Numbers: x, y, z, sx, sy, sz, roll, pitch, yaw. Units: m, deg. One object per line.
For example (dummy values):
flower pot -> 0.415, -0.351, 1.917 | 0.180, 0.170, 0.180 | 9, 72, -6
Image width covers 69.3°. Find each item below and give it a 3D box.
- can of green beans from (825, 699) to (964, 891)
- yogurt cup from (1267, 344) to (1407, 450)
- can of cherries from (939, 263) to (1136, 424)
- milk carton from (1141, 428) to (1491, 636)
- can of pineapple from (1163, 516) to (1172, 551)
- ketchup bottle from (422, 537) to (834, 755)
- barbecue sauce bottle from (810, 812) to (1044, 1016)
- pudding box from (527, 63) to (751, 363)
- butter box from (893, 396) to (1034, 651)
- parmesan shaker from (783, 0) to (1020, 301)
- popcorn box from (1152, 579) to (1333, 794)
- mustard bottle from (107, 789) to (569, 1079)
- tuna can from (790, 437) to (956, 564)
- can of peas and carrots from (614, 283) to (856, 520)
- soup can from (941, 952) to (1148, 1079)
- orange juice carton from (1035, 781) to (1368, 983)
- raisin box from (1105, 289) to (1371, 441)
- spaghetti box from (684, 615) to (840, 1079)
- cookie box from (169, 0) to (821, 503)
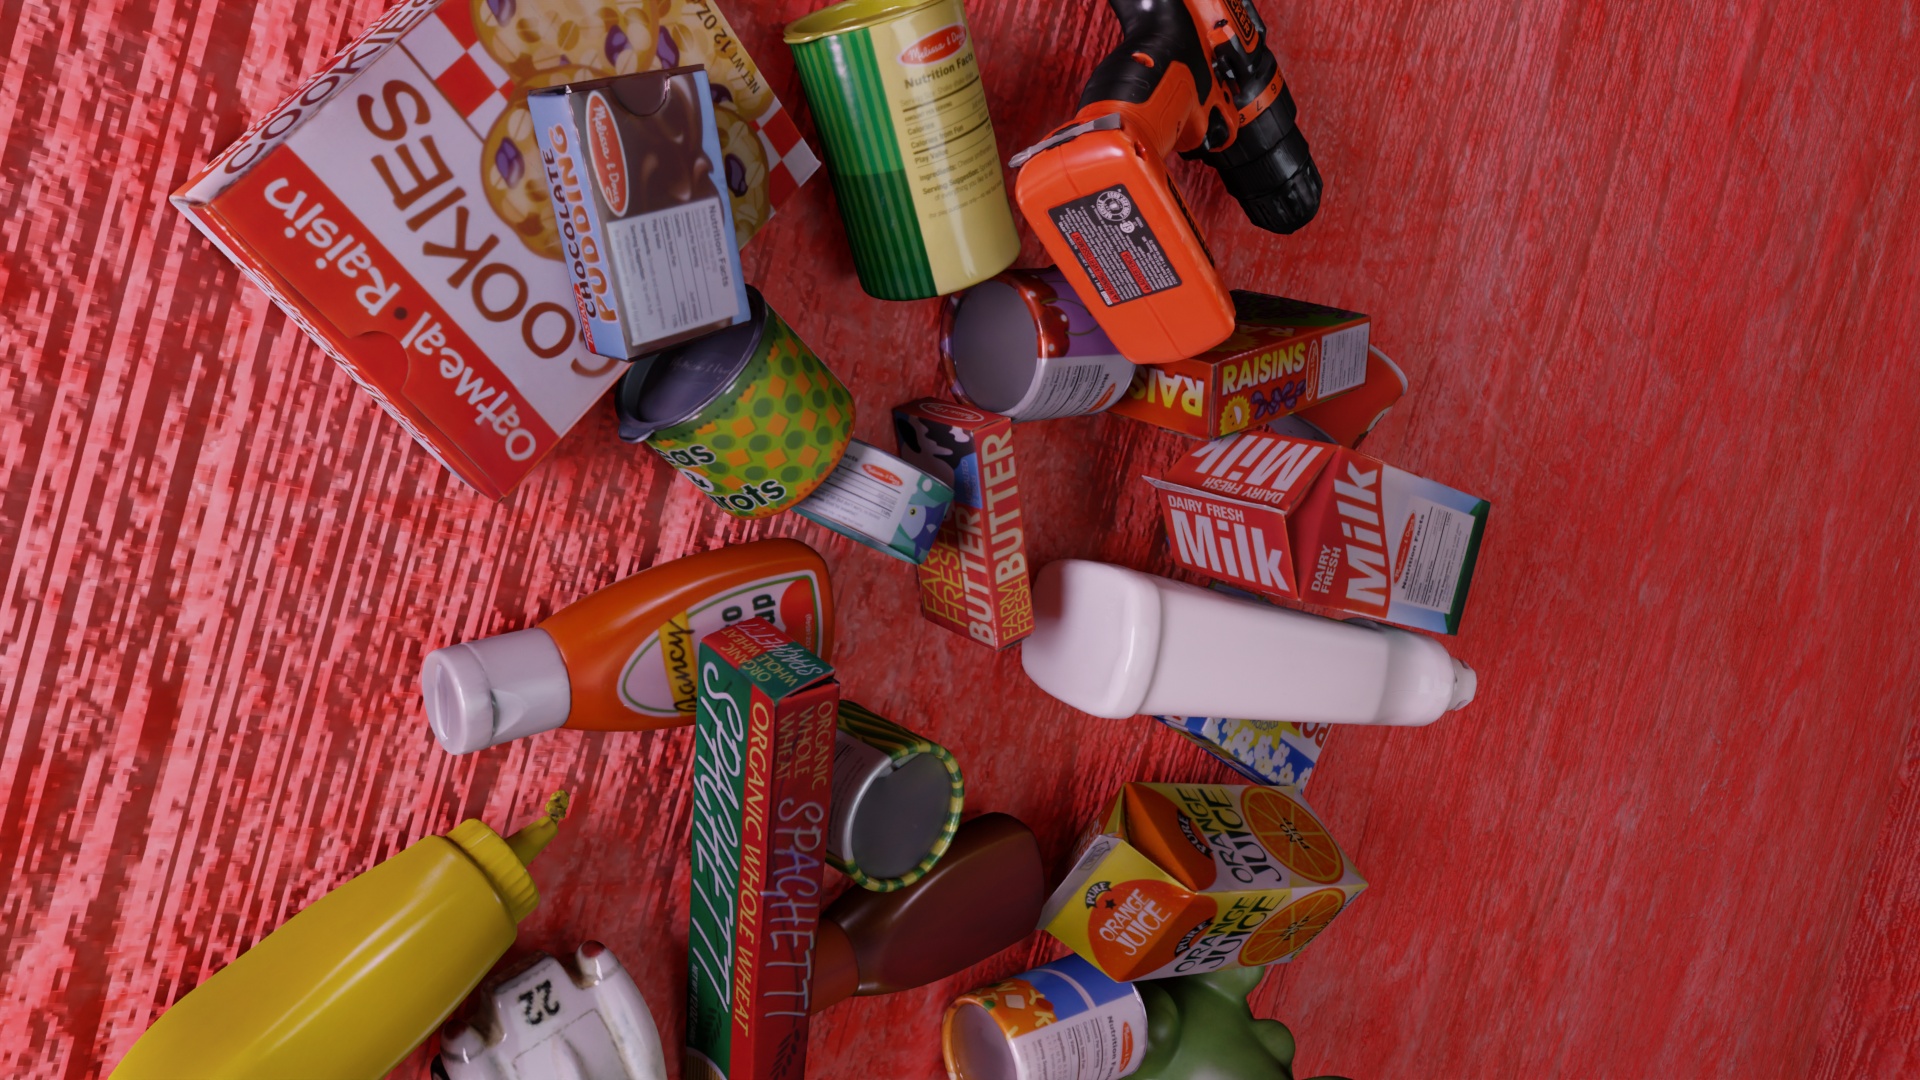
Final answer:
can of green beans -> -0.041, 0.108, 0.590 | 0.071, 0.058, 0.071 | -15, 112, -40
yogurt cup -> 0.201, -0.079, 0.761 | 0.072, 0.072, 0.054 | 38, 84, -43
can of cherries -> 0.032, -0.086, 0.599 | 0.058, 0.071, 0.071 | -11, 110, -40
milk carton -> 0.171, -0.007, 0.664 | 0.191, 0.072, 0.073 | 12, 93, -44
can of pineapple -> 0.149, -0.014, 0.733 | 0.071, 0.058, 0.070 | -14, 112, -40
ketchup bottle -> -0.117, 0.041, 0.509 | 0.149, 0.043, 0.064 | -13, 114, -40
barbecue sauce bottle -> -0.028, 0.176, 0.633 | 0.149, 0.044, 0.064 | -14, 111, -40
pudding box -> -0.099, -0.103, 0.435 | 0.050, 0.030, 0.083 | -25, 118, -36
butter box -> 0.002, -0.008, 0.600 | 0.024, 0.053, 0.103 | -24, 118, -34
parmesan shaker -> -0.022, -0.149, 0.526 | 0.071, 0.071, 0.102 | -35, 125, -31
popcorn box -> 0.170, 0.088, 0.797 | 0.126, 0.038, 0.085 | 35, 78, -43
mustard bottle -> -0.189, 0.138, 0.456 | 0.161, 0.065, 0.048 | -40, 122, -33
tuna can -> -0.038, -0.017, 0.552 | 0.071, 0.071, 0.033 | 29, 83, -44
can of peas and carrots -> -0.081, -0.047, 0.500 | 0.071, 0.071, 0.058 | -57, 133, -15
soup can -> 0.040, 0.250, 0.703 | 0.084, 0.071, 0.071 | -6, 106, -37
orange juice carton -> 0.120, 0.178, 0.733 | 0.193, 0.073, 0.071 | 10, 125, -41
raisin box -> 0.126, -0.087, 0.670 | 0.124, 0.086, 0.040 | -20, 120, -38
spaghetti box -> -0.080, 0.148, 0.537 | 0.029, 0.050, 0.248 | -16, 124, -39
cookie box -> -0.137, -0.115, 0.445 | 0.168, 0.040, 0.122 | -52, 131, -19
